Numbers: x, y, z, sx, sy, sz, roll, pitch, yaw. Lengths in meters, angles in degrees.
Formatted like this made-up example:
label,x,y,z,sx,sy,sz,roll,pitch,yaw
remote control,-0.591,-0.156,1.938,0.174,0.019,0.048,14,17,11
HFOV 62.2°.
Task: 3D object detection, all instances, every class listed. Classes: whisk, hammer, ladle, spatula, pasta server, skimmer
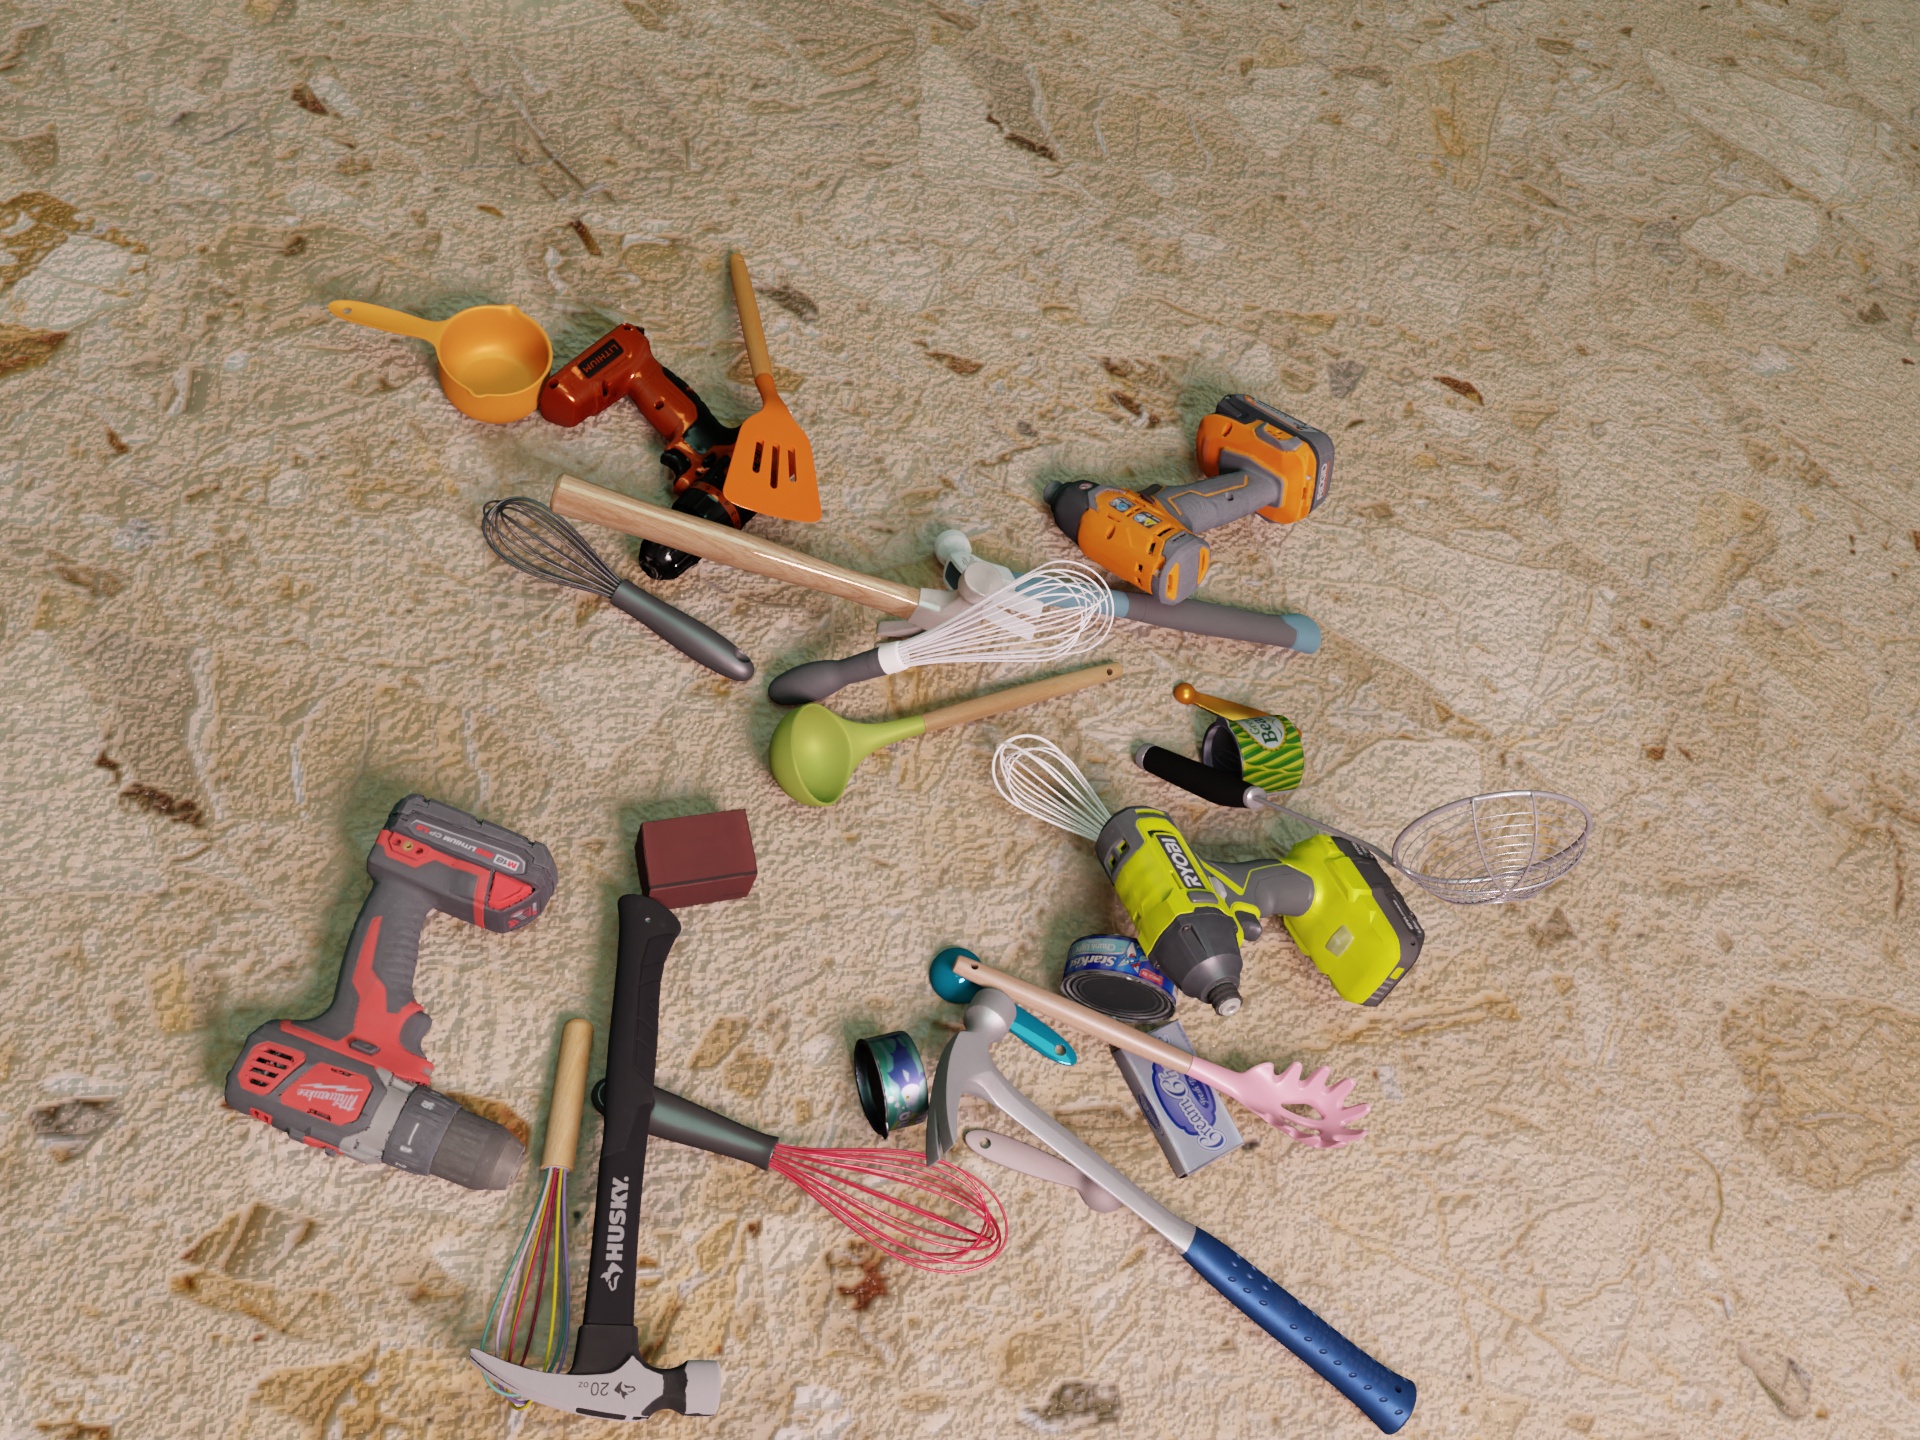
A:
label,x,y,z,sx,sy,sz,roll,pitch,yaw
whisk,0.124,0.095,1.233,0.246,0.059,0.058,38,73,-1
hammer,0.146,-0.095,1.317,0.331,0.033,0.128,8,29,-18
hammer,-0.143,-0.120,1.199,0.331,0.130,0.031,16,61,-14
whisk,-0.261,-0.098,1.215,0.239,0.055,0.055,32,61,-4
ladle,-0.002,-0.004,1.239,0.320,0.062,0.078,-16,96,-25
whisk,-0.021,-0.056,1.176,0.284,0.070,0.070,-15,63,22
spatula,-0.167,-0.284,1.298,0.081,0.041,0.323,10,42,-27
whisk,-0.108,0.297,1.064,0.296,0.073,0.073,20,61,1
pasta server,0.143,0.234,1.146,0.316,0.040,0.060,24,49,-2
hammer,0.145,0.355,1.092,0.405,0.035,0.144,39,37,-2
whisk,-0.266,0.311,1.022,0.051,0.047,0.245,8,59,-11
skimmer,0.272,0.049,1.154,0.127,0.364,0.090,30,85,-41
hammer,-0.220,0.266,1.017,0.146,0.035,0.335,7,56,-14

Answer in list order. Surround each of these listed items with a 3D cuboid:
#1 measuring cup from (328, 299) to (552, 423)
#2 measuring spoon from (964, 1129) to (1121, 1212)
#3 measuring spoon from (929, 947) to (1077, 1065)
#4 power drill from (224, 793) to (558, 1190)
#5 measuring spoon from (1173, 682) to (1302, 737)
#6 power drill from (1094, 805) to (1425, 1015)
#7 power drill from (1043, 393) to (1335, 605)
label,x,y,z,sx,sy,sz,roll,pitch,yaw
measuring cup,-0.411,-0.290,1.261,0.173,0.052,0.095,15,62,-7
measuring spoon,0.062,0.314,1.123,0.124,0.018,0.034,22,61,-6
measuring spoon,0.035,0.210,1.163,0.128,0.021,0.042,36,61,4
power drill,-0.341,0.182,1.041,0.188,0.080,0.227,23,64,-4
measuring spoon,0.234,-0.008,1.332,0.117,0.011,0.021,20,61,-6
power drill,0.222,0.146,1.164,0.223,0.080,0.171,7,38,-32
power drill,0.190,-0.195,1.354,0.226,0.084,0.164,-32,51,-28
